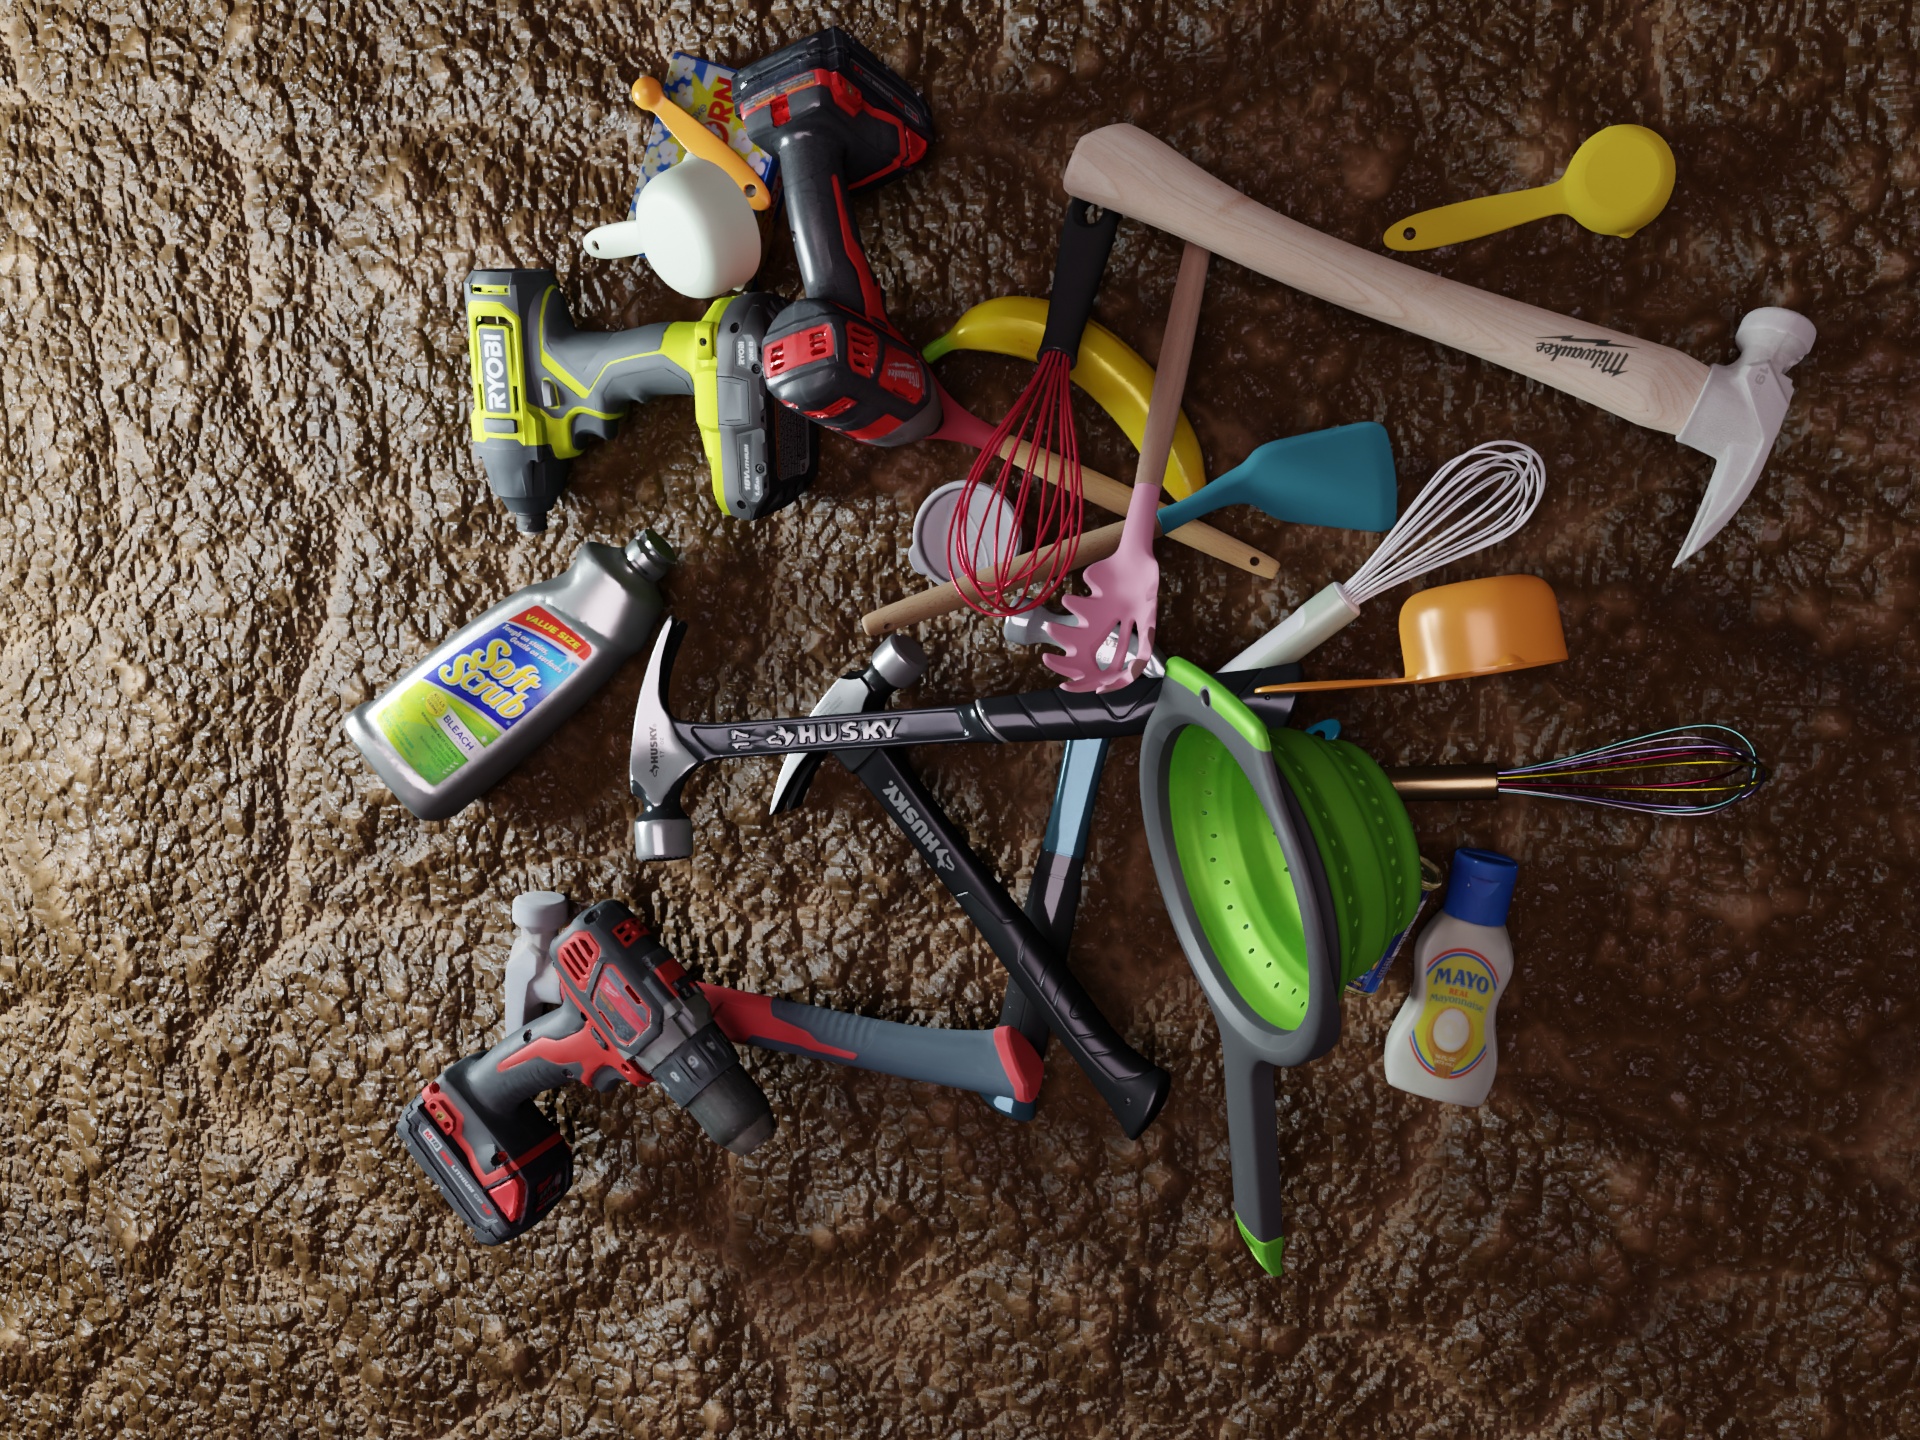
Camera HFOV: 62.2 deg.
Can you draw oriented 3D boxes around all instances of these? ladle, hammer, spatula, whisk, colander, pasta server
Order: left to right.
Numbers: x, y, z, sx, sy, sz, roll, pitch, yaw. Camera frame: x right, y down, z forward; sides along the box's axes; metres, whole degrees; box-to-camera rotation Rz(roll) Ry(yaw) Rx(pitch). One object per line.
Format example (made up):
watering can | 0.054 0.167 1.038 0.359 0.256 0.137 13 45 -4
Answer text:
hammer | -0.134 0.214 1.058 0.386 0.038 0.143 8 101 20
hammer | -0.002 -0.003 0.954 0.409 0.036 0.149 -5 84 8
hammer | 0.012 0.117 0.991 0.146 0.035 0.335 -44 76 24
ladle | 0.050 -0.157 0.979 0.315 0.031 0.069 26 99 9
whisk | 0.051 -0.188 0.900 0.073 0.073 0.296 8 68 14
hammer | 0.061 0.095 1.007 0.128 0.033 0.331 14 101 14
spatula | 0.094 -0.101 0.929 0.317 0.044 0.082 -19 136 3
pasta server | 0.108 -0.159 0.895 0.060 0.040 0.316 5 74 31
colander | 0.191 0.146 0.889 0.094 0.205 0.396 -16 117 -14
whisk | 0.232 -0.077 0.930 0.246 0.058 0.059 -39 117 21
hammer | 0.244 -0.226 0.880 0.411 0.038 0.146 25 82 10
whisk | 0.333 0.032 0.918 0.245 0.047 0.051 -3 98 19

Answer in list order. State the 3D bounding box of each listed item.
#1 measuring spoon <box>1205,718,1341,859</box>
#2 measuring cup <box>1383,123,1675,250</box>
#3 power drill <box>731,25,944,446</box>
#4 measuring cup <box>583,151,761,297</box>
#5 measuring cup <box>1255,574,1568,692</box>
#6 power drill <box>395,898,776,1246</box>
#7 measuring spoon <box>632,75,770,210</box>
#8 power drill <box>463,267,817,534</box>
measuring spoon | 0.176 0.039 0.967 0.128 0.021 0.042 -40 56 13
measuring cup | 0.315 -0.288 0.884 0.156 0.029 0.062 -10 95 17
power drill | -0.061 -0.268 0.923 0.078 0.143 0.220 -13 77 29
measuring cup | -0.189 -0.288 0.957 0.168 0.038 0.083 8 127 42
measuring cup | 0.250 -0.047 0.894 0.173 0.095 0.052 -6 87 1
power drill | -0.242 0.250 1.048 0.226 0.080 0.188 -43 83 19
measuring spoon | -0.160 -0.354 0.975 0.117 0.011 0.021 44 106 6
power drill | -0.209 -0.198 1.018 0.223 0.080 0.171 7 110 18
